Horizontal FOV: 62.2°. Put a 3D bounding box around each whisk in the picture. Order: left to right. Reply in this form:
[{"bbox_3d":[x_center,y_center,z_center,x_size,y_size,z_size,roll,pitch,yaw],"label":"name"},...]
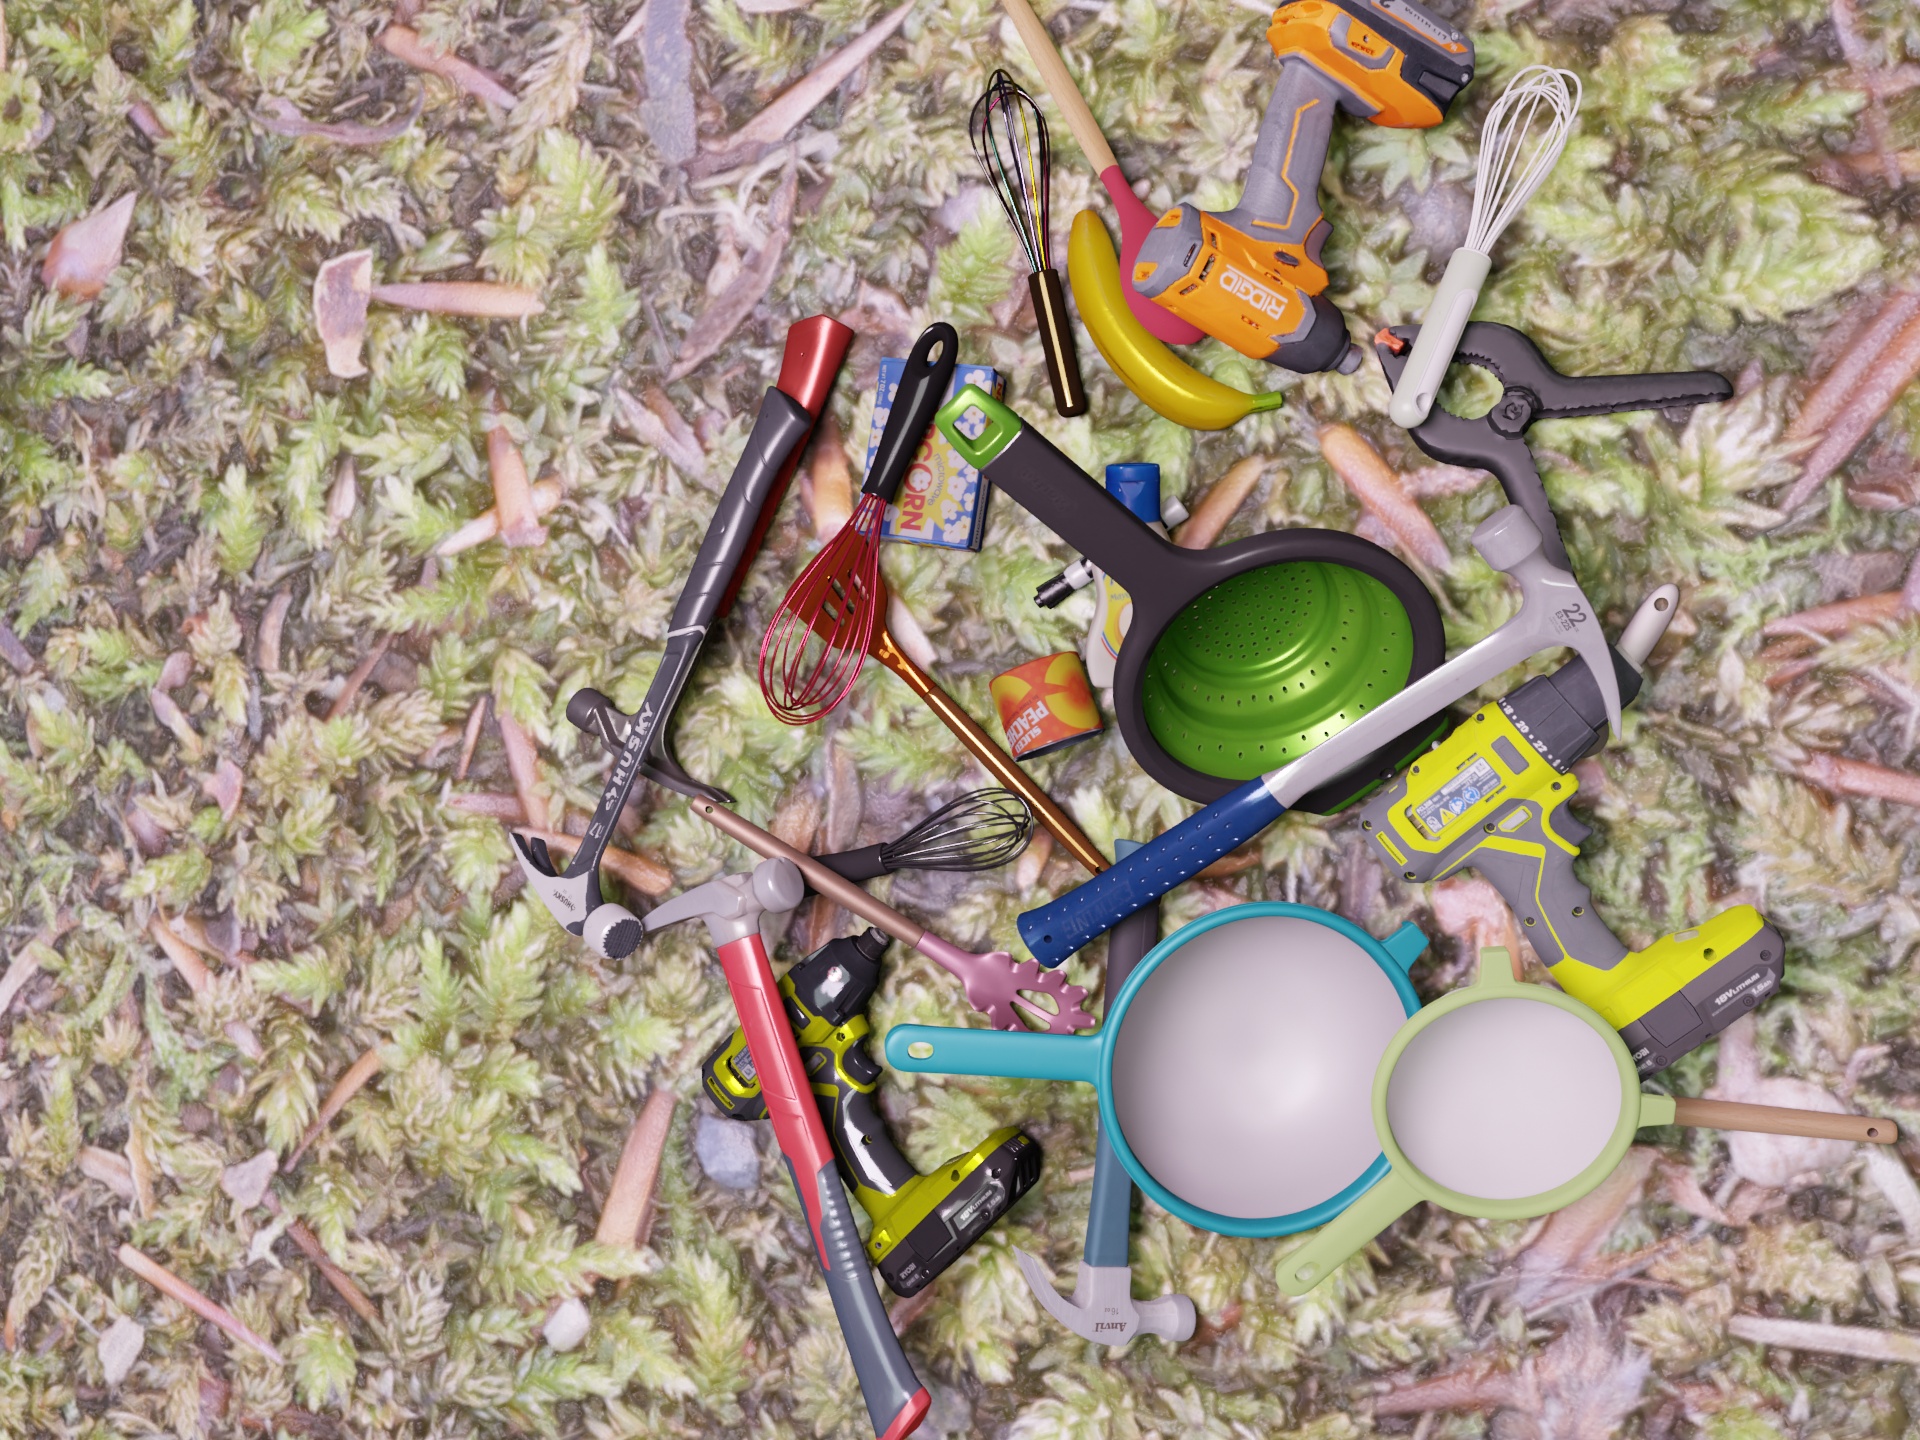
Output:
[{"bbox_3d":[-0.066,-0.135,1.088,0.073,0.073,0.296,23,90,16],"label":"whisk"},{"bbox_3d":[-0.054,0.094,1.122,0.239,0.055,0.055,-16,85,24],"label":"whisk"},{"bbox_3d":[0.052,-0.330,1.104,0.047,0.051,0.245,-13,90,39],"label":"whisk"},{"bbox_3d":[0.324,-0.296,0.994,0.059,0.057,0.246,21,87,54],"label":"whisk"}]

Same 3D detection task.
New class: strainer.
[{"bbox_3d":[0.120,0.207,1.010,0.340,0.095,0.211,4,95,-5],"label":"strainer"},{"bbox_3d":[0.283,0.251,0.960,0.151,0.069,0.256,41,107,-5],"label":"strainer"}]

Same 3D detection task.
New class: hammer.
[{"bbox_3d":[-0.204,-0.044,1.128,0.149,0.036,0.409,26,93,41],"label":"hammer"},{"bbox_3d":[-0.159,-0.123,1.164,0.149,0.036,0.359,29,98,19],"label":"hammer"},{"bbox_3d":[-0.115,0.296,1.075,0.143,0.038,0.386,-24,80,27],"label":"hammer"},{"bbox_3d":[0.108,0.246,1.063,0.128,0.033,0.331,7,85,-21],"label":"hammer"},{"bbox_3d":[0.205,0.043,0.972,0.405,0.035,0.144,-36,97,24],"label":"hammer"}]

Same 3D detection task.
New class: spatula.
[{"bbox_3d":[-0.002,-0.004,1.125,0.323,0.041,0.081,46,104,8],"label":"spatula"}]

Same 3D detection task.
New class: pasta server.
[{"bbox_3d":[-0.050,0.136,1.098,0.316,0.040,0.060,31,78,2],"label":"pasta server"}]

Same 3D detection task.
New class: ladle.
[{"bbox_3d":[0.091,-0.394,1.084,0.069,0.031,0.316,-20,75,-18],"label":"ladle"}]

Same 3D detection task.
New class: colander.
[{"bbox_3d":[0.133,-0.090,0.964,0.396,0.095,0.204,35,116,-29],"label":"colander"}]

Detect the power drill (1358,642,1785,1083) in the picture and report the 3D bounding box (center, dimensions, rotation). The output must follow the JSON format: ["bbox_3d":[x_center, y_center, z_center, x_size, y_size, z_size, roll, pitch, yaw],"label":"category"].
[{"bbox_3d":[0.385,0.085,0.968,0.190,0.080,0.228,-42,78,19],"label":"power drill"}]

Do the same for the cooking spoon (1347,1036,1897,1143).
[{"bbox_3d":[0.406,0.240,0.997,0.319,0.017,0.069,2,91,18],"label":"cooking spoon"}]

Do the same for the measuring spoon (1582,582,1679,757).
[{"bbox_3d":[0.413,-0.032,0.996,0.034,0.018,0.124,32,99,15],"label":"measuring spoon"}]

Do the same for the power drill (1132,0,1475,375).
[{"bbox_3d":[0.228,-0.338,1.009,0.164,0.084,0.226,25,98,-20],"label":"power drill"}]

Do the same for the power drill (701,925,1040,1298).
[{"bbox_3d":[-0.057,0.269,1.112,0.223,0.080,0.171,46,103,16],"label":"power drill"}]
